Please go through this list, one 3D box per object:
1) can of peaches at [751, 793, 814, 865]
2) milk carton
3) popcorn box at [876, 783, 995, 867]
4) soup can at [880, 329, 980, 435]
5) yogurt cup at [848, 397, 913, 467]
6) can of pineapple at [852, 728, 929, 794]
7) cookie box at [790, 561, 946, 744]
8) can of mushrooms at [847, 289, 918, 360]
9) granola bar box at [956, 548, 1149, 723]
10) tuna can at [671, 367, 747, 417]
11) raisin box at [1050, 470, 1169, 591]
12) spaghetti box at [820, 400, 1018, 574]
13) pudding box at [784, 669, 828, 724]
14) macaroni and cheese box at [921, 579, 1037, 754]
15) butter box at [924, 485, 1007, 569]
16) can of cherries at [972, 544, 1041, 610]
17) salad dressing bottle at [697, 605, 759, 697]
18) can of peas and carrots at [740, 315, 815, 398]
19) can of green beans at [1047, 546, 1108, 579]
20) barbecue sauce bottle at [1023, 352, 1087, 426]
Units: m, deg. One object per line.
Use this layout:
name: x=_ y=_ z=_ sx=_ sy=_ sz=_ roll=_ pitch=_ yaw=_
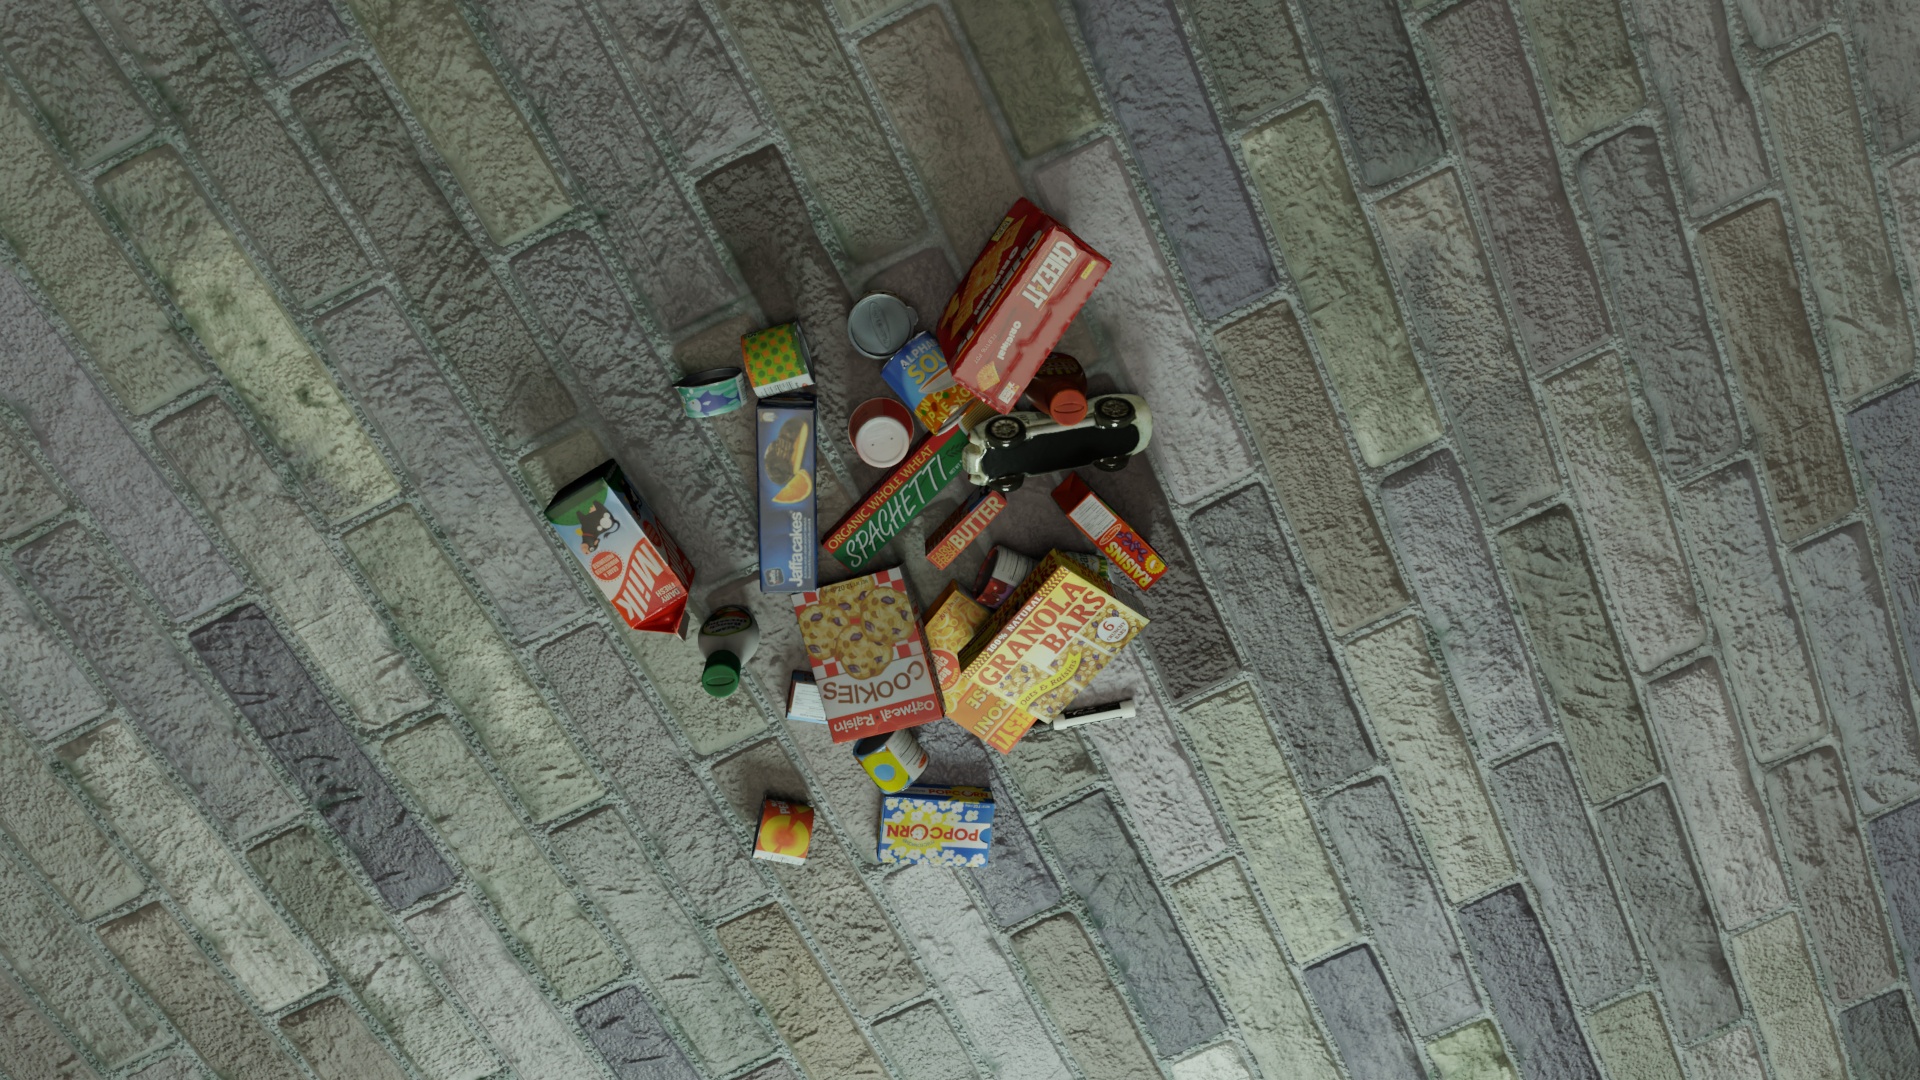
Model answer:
can of peaches: x=-0.198 y=0.323 z=1.550 sx=0.058 sy=0.071 sz=0.071 roll=13 pitch=108 yaw=-9
milk carton: x=-0.336 y=0.019 z=1.428 sx=0.073 sy=0.072 sz=0.190 roll=-31 pitch=109 yaw=6
popcorn box: x=-0.029 y=0.323 z=1.579 sx=0.127 sy=0.038 sz=0.085 roll=4 pitch=108 yaw=-6
soup can: x=-0.027 y=-0.157 z=1.380 sx=0.071 sy=0.071 sz=0.084 roll=-43 pitch=84 yaw=10
yogurt cup: x=-0.080 y=-0.107 z=1.416 sx=0.072 sy=0.054 sz=0.072 roll=-2 pitch=109 yaw=-5
can of pineapple: x=-0.078 y=0.237 z=1.530 sx=0.071 sy=0.071 sz=0.057 roll=-33 pitch=108 yaw=7
cookie box: x=-0.096 y=0.120 z=1.468 sx=0.123 sy=0.040 sz=0.167 roll=-15 pitch=94 yaw=10
can of mushrooms: x=-0.077 y=-0.217 z=1.389 sx=0.071 sy=0.033 sz=0.070 roll=-1 pitch=109 yaw=-4
granola bar box: x=0.095 y=0.101 z=1.446 sx=0.124 sy=0.039 sz=0.165 roll=31 pitch=114 yaw=-24
tuna can: x=-0.249 y=-0.147 z=1.381 sx=0.071 sy=0.071 sz=0.032 roll=-11 pitch=110 yaw=-1
raisin box: x=0.156 y=-0.011 z=1.453 sx=0.040 sy=0.086 sz=0.123 roll=-45 pitch=107 yaw=6
spaghetti box: x=-0.044 y=-0.066 z=1.447 sx=0.249 sy=0.029 sz=0.050 roll=-44 pitch=106 yaw=10
pudding box: x=-0.147 y=0.175 z=1.521 sx=0.084 sy=0.030 sz=0.049 roll=9 pitch=107 yaw=-8
macaroni and cheese box: x=0.021 y=0.139 z=1.518 sx=0.166 sy=0.040 sz=0.123 roll=36 pitch=102 yaw=-15
butter box: x=0.005 y=-0.018 z=1.455 sx=0.024 sy=0.053 sz=0.103 roll=42 pitch=101 yaw=-15
can of cherries: x=0.051 y=0.046 z=1.475 sx=0.058 sy=0.072 sz=0.071 roll=22 pitch=106 yaw=-12
salad dressing bottle: x=-0.241 y=0.114 z=1.429 sx=0.064 sy=0.148 sz=0.043 roll=-6 pitch=110 yaw=-3
can of peas and carrots: x=-0.181 y=-0.182 z=1.376 sx=0.059 sy=0.071 sz=0.070 roll=-15 pitch=110 yaw=1
can of green beans: x=0.121 y=0.045 z=1.480 sx=0.058 sy=0.071 sz=0.071 roll=7 pitch=109 yaw=-8
barbecue sauce bottle: x=0.096 y=-0.149 z=1.366 sx=0.065 sy=0.149 sz=0.043 roll=-5 pitch=111 yaw=-3
